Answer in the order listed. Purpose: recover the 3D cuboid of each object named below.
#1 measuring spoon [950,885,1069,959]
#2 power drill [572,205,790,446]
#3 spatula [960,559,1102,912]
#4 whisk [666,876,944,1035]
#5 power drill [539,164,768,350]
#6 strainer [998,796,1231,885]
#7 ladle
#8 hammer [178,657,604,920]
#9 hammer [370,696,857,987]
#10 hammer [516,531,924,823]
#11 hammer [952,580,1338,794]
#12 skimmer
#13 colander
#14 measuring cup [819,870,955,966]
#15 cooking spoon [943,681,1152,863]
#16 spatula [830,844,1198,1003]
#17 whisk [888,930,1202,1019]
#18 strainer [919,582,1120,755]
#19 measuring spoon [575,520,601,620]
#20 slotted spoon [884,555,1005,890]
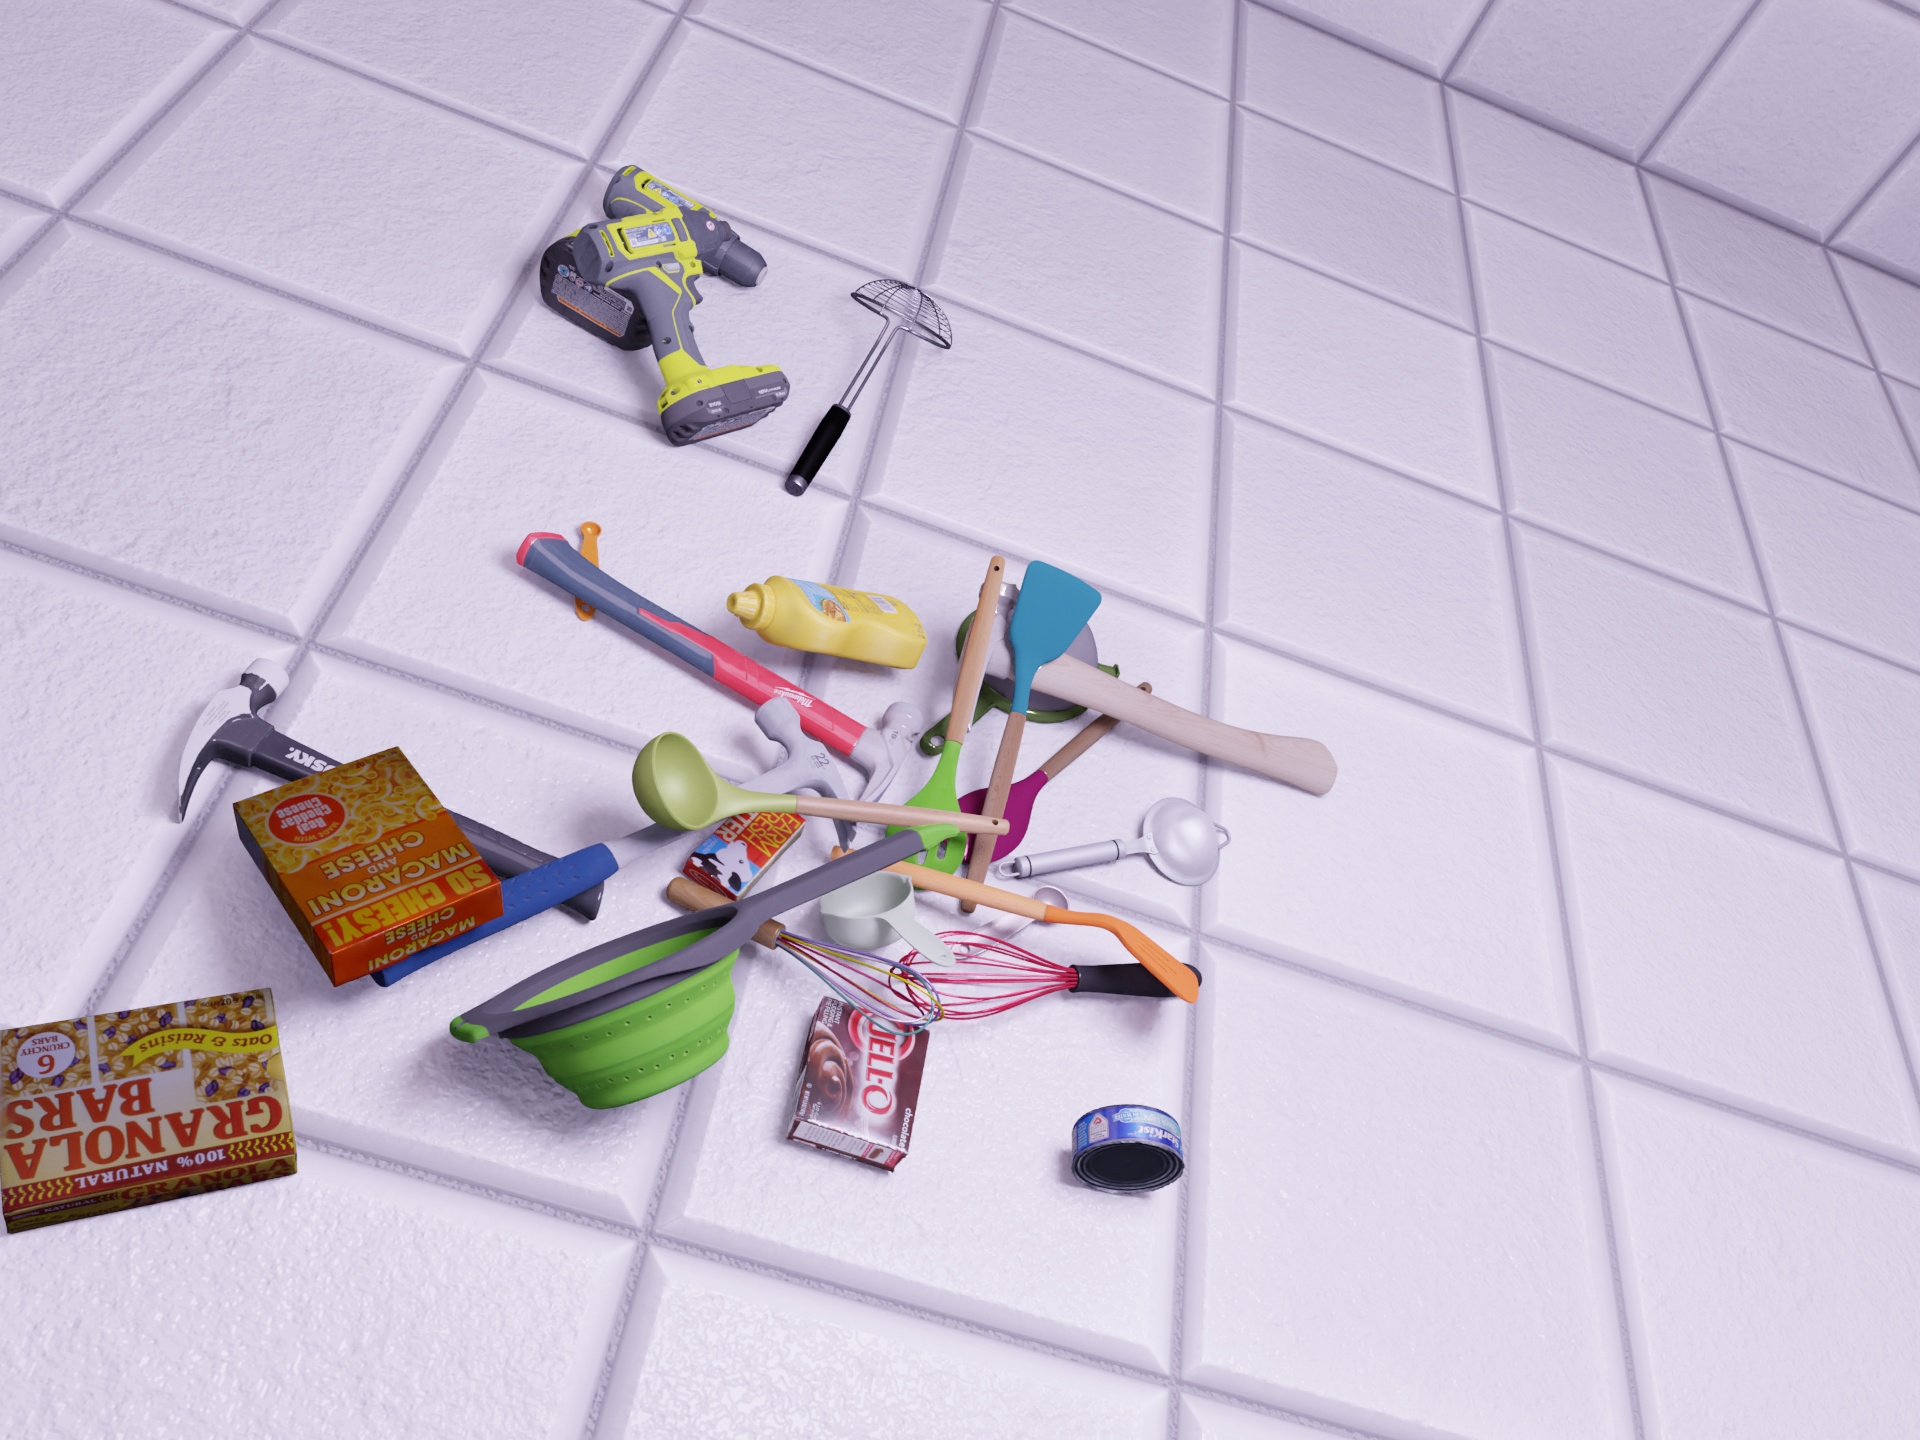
[{"bbox_3d":[0.040,0.177,1.357,0.124,0.018,0.034,-23,66,-29],"label":"measuring spoon"},{"bbox_3d":[-0.267,-0.402,1.593,0.171,0.080,0.223,-25,93,-38],"label":"power drill"},{"bbox_3d":[0.049,0.016,1.396,0.082,0.044,0.318,25,68,-26],"label":"spatula"},{"bbox_3d":[-0.123,0.180,1.235,0.245,0.047,0.051,23,84,15],"label":"whisk"},{"bbox_3d":[-0.327,-0.493,1.710,0.190,0.080,0.229,31,44,-3],"label":"power drill"},{"bbox_3d":[0.150,0.116,1.439,0.258,0.050,0.087,-8,70,-25],"label":"strainer"},{"bbox_3d":[-0.103,0.064,1.261,0.320,0.062,0.078,8,57,-22],"label":"ladle"},{"bbox_3d":[-0.428,0.073,1.216,0.334,0.035,0.146,25,46,-3],"label":"hammer"},{"bbox_3d":[-0.257,0.105,1.219,0.405,0.035,0.144,-25,68,-37],"label":"hammer"},{"bbox_3d":[-0.225,-0.046,1.399,0.386,0.038,0.143,30,48,0],"label":"hammer"},{"bbox_3d":[0.184,0.004,1.512,0.410,0.038,0.146,20,75,-21],"label":"hammer"},{"bbox_3d":[-0.112,-0.356,1.723,0.127,0.090,0.363,28,56,-5],"label":"skimmer"},{"bbox_3d":[-0.160,0.182,1.155,0.397,0.204,0.094,-22,95,-26],"label":"colander"},{"bbox_3d":[-0.050,0.169,1.250,0.083,0.038,0.168,-20,28,-27],"label":"measuring cup"},{"bbox_3d":[0.090,0.040,1.488,0.069,0.017,0.319,43,49,12],"label":"cooking spoon"},{"bbox_3d":[0.045,0.161,1.313,0.322,0.041,0.081,15,10,7],"label":"spatula"},{"bbox_3d":[0.076,0.212,1.312,0.295,0.073,0.073,6,50,-27],"label":"whisk"},{"bbox_3d":[0.047,-0.050,1.509,0.151,0.069,0.256,39,46,10],"label":"strainer"},{"bbox_3d":[-0.340,-0.135,1.450,0.021,0.011,0.117,7,53,-18],"label":"measuring spoon"},{"bbox_3d":[-0.002,-0.004,1.390,0.070,0.031,0.314,15,71,-2],"label":"slotted spoon"}]
